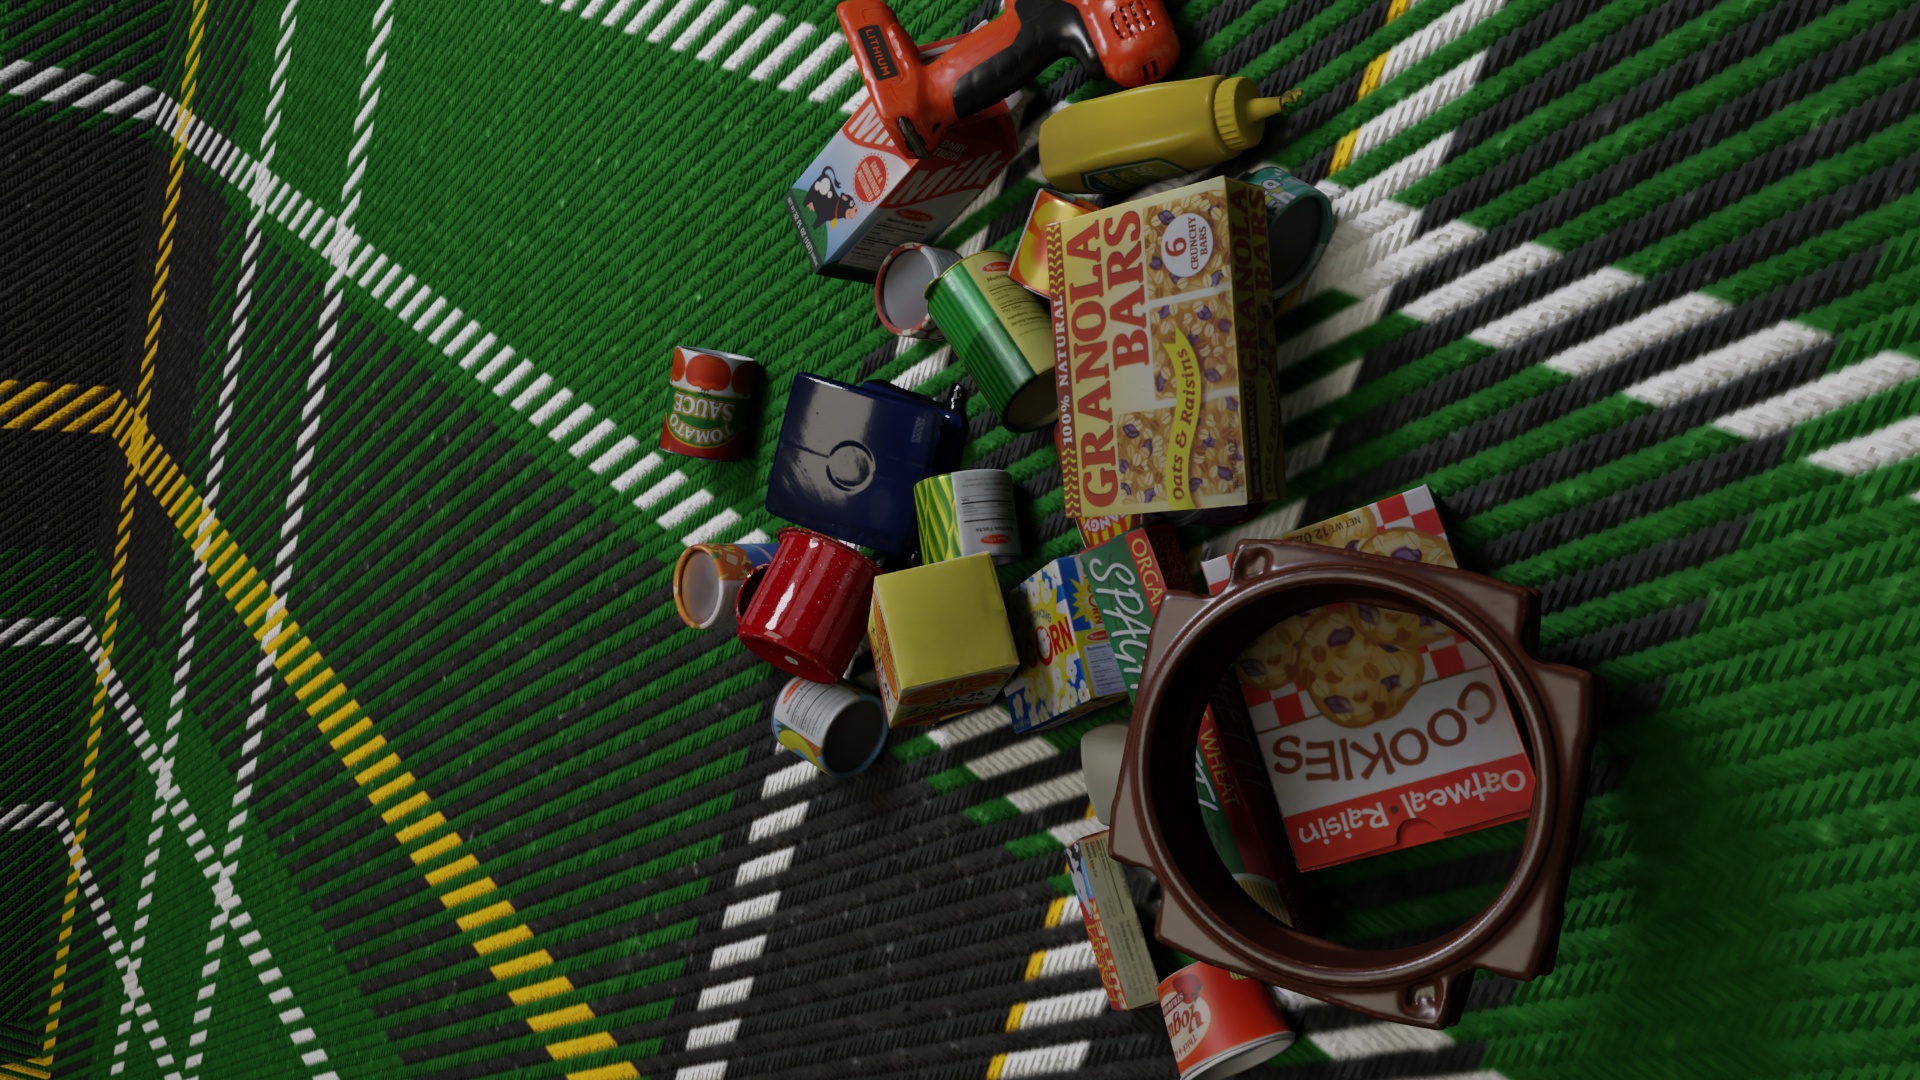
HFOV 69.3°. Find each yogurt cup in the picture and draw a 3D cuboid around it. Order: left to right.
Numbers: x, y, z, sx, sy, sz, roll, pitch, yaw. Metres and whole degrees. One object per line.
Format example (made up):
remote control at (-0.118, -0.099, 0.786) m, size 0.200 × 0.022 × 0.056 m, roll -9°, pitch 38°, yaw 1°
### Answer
yogurt cup at (0.145, 0.266, 0.775) m, size 0.072 × 0.072 × 0.054 m, roll -46°, pitch 52°, yaw 34°

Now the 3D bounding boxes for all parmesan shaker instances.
parmesan shaker at (0.028, -0.126, 0.888) m, size 0.071 × 0.071 × 0.103 m, roll -49°, pitch 58°, yaw 32°

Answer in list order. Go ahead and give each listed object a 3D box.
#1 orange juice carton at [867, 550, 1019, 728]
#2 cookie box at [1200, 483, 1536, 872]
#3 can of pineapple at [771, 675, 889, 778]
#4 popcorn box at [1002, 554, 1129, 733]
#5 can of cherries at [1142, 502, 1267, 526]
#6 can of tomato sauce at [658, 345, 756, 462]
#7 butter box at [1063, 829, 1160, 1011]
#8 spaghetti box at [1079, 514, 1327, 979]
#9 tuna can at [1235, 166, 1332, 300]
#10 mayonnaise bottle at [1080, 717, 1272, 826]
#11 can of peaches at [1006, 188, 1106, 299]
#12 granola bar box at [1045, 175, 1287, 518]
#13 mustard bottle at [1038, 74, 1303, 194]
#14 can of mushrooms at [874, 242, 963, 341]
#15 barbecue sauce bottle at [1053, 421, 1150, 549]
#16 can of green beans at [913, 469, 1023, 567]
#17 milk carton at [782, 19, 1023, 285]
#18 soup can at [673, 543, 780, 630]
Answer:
orange juice carton at (-0.017, 0.071, 0.894) m, size 0.192 × 0.073 × 0.072 m, roll 110°, pitch 147°, yaw -73°
cookie box at (0.207, 0.071, 0.706) m, size 0.123 × 0.040 × 0.168 m, roll -21°, pitch 73°, yaw 21°
can of pineapple at (-0.093, 0.133, 1.008) m, size 0.058 × 0.071 × 0.071 m, roll 23°, pitch 106°, yaw 42°
popcorn box at (0.060, 0.064, 0.844) m, size 0.126 × 0.038 × 0.085 m, roll 138°, pitch 122°, yaw -65°
can of cherries at (0.139, -0.042, 0.789) m, size 0.071 × 0.058 × 0.071 m, roll -1°, pitch 88°, yaw 45°
can of tomato sauce at (-0.203, -0.109, 1.115) m, size 0.071 × 0.071 × 0.083 m, roll 19°, pitch 102°, yaw 43°
butter box at (0.091, 0.230, 0.836) m, size 0.053 × 0.024 × 0.104 m, roll 104°, pitch 150°, yaw -71°
spaghetti box at (0.130, 0.111, 0.755) m, size 0.050 × 0.029 × 0.250 m, roll -26°, pitch 80°, yaw 39°
tuna can at (0.168, -0.167, 0.754) m, size 0.033 × 0.071 × 0.070 m, roll 41°, pitch 117°, yaw 35°
mayonnaise bottle at (0.139, 0.128, 0.799) m, size 0.147 × 0.041 × 0.065 m, roll -16°, pitch 83°, yaw 41°
can of peaches at (0.071, -0.177, 0.853) m, size 0.071 × 0.071 × 0.058 m, roll 35°, pitch 113°, yaw 39°
granola bar box at (0.108, -0.098, 0.745) m, size 0.124 × 0.039 × 0.165 m, roll -4°, pitch 89°, yaw 46°
mustard bottle at (0.123, -0.238, 0.805) m, size 0.160 × 0.065 × 0.049 m, roll -2°, pitch 88°, yaw 40°
can of mushrooms at (-0.028, -0.173, 0.971) m, size 0.071 × 0.033 × 0.071 m, roll 0°, pitch 90°, yaw 44°
barbecue sauce bottle at (0.100, -0.009, 0.836) m, size 0.064 × 0.044 × 0.148 m, roll -23°, pitch 74°, yaw 44°
can of green beans at (0.005, -0.012, 0.913) m, size 0.071 × 0.071 × 0.058 m, roll -16°, pitch 78°, yaw 43°
milk carton at (-0.031, -0.262, 0.947) m, size 0.189 × 0.073 × 0.072 m, roll -38°, pitch 64°, yaw 37°
soup can at (-0.170, 0.033, 1.070) m, size 0.071 × 0.084 × 0.071 m, roll -1°, pitch 89°, yaw 45°
